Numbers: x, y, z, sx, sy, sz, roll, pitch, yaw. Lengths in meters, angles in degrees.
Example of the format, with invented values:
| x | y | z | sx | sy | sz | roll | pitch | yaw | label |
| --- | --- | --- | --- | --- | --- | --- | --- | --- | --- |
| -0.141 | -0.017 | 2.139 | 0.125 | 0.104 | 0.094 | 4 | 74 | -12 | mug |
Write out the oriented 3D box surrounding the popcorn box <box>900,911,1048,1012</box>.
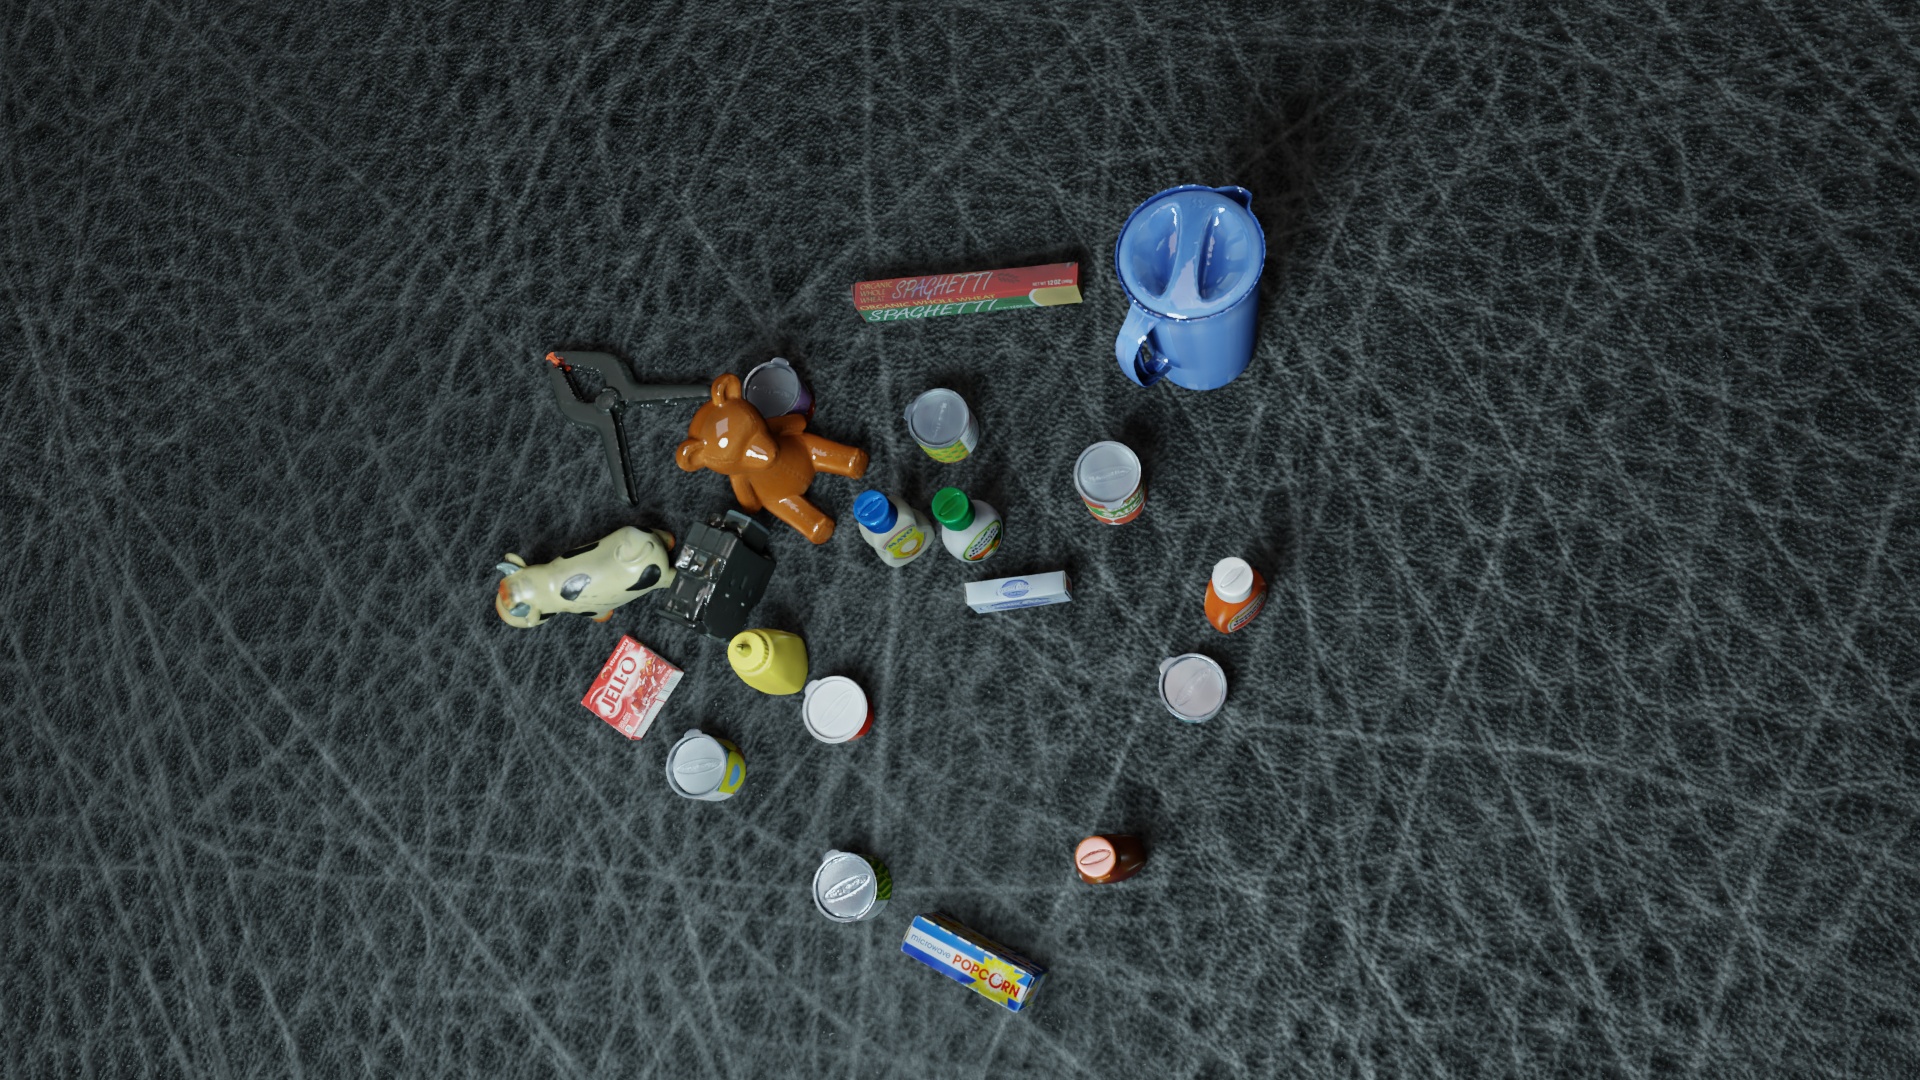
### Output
| x | y | z | sx | sy | sz | roll | pitch | yaw | label |
| --- | --- | --- | --- | --- | --- | --- | --- | --- | --- |
| 0.014 | 0.399 | 1.321 | 0.127 | 0.085 | 0.038 | 23 | 83 | 17 | popcorn box |

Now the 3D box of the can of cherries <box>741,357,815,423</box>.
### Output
| x | y | z | sx | sy | sz | roll | pitch | yaw | label |
| --- | --- | --- | --- | --- | --- | --- | --- | --- | --- |
| -0.197 | -0.158 | 1.524 | 0.071 | 0.058 | 0.071 | -3 | 76 | 12 | can of cherries |

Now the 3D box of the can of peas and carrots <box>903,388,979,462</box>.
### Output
| x | y | z | sx | sy | sz | roll | pitch | yaw | label |
| --- | --- | --- | --- | --- | --- | --- | --- | --- | --- |
| -0.020 | -0.121 | 1.474 | 0.071 | 0.058 | 0.071 | -3 | 76 | 12 | can of peas and carrots |

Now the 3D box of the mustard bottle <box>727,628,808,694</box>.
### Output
| x | y | z | sx | sy | sz | roll | pitch | yaw | label |
| --- | --- | --- | --- | --- | --- | --- | --- | --- | --- |
| -0.199 | 0.117 | 1.401 | 0.049 | 0.160 | 0.065 | -1 | 77 | 13 | mustard bottle |

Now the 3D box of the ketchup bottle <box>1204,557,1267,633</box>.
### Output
| x | y | z | sx | sy | sz | roll | pitch | yaw | label |
| --- | --- | --- | --- | --- | --- | --- | --- | --- | --- |
| 0.260 | 0.048 | 1.320 | 0.065 | 0.148 | 0.043 | -43 | 72 | 0 | ketchup bottle |

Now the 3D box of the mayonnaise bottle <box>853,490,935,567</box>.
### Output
| x | y | z | sx | sy | sz | roll | pitch | yaw | label |
| --- | --- | --- | --- | --- | --- | --- | --- | --- | --- |
| -0.071 | -0.015 | 1.411 | 0.065 | 0.148 | 0.041 | -39 | 72 | 2 | mayonnaise bottle |

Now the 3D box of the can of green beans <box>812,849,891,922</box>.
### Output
| x | y | z | sx | sy | sz | roll | pitch | yaw | label |
| --- | --- | --- | --- | --- | --- | --- | --- | --- | --- |
| -0.107 | 0.344 | 1.377 | 0.071 | 0.057 | 0.071 | -3 | 76 | 12 | can of green beans |

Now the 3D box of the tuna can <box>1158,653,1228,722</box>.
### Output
| x | y | z | sx | sy | sz | roll | pitch | yaw | label |
| --- | --- | --- | --- | --- | --- | --- | --- | --- | --- |
| 0.227 | 0.144 | 1.365 | 0.071 | 0.033 | 0.071 | -3 | 76 | 12 | tuna can |

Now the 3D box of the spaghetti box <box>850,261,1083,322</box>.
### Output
| x | y | z | sx | sy | sz | roll | pitch | yaw | label |
| --- | --- | --- | --- | --- | --- | --- | --- | --- | --- |
| 0.007 | -0.269 | 1.509 | 0.250 | 0.050 | 0.029 | -3 | 76 | 12 | spaghetti box |

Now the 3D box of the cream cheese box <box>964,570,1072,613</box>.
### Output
| x | y | z | sx | sy | sz | roll | pitch | yaw | label |
| --- | --- | --- | --- | --- | --- | --- | --- | --- | --- |
| 0.060 | 0.053 | 1.415 | 0.104 | 0.053 | 0.024 | -8 | 75 | 11 | cream cheese box |

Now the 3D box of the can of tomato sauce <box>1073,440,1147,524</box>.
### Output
| x | y | z | sx | sy | sz | roll | pitch | yaw | label |
| --- | --- | --- | --- | --- | --- | --- | --- | --- | --- |
| 0.154 | -0.055 | 1.405 | 0.071 | 0.083 | 0.071 | -3 | 76 | 12 | can of tomato sauce |

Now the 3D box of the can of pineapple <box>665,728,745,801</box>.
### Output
| x | y | z | sx | sy | sz | roll | pitch | yaw | label |
| --- | --- | --- | --- | --- | --- | --- | --- | --- | --- |
| -0.262 | 0.234 | 1.440 | 0.071 | 0.058 | 0.071 | -3 | 76 | 12 | can of pineapple |

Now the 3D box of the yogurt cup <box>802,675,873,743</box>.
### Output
| x | y | z | sx | sy | sz | roll | pitch | yaw | label |
| --- | --- | --- | --- | --- | --- | --- | --- | --- | --- |
| -0.122 | 0.176 | 1.425 | 0.072 | 0.054 | 0.072 | -3 | 76 | 12 | yogurt cup |

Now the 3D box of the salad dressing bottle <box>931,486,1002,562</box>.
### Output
| x | y | z | sx | sy | sz | roll | pitch | yaw | label |
| --- | --- | --- | --- | --- | --- | --- | --- | --- | --- |
| 0.005 | -0.017 | 1.395 | 0.064 | 0.147 | 0.044 | -46 | 72 | -1 | salad dressing bottle |

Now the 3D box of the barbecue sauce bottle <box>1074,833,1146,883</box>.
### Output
| x | y | z | sx | sy | sz | roll | pitch | yaw | label |
| --- | --- | --- | --- | --- | --- | --- | --- | --- | --- |
| 0.135 | 0.295 | 1.287 | 0.065 | 0.148 | 0.044 | -21 | 73 | 7 | barbecue sauce bottle |
